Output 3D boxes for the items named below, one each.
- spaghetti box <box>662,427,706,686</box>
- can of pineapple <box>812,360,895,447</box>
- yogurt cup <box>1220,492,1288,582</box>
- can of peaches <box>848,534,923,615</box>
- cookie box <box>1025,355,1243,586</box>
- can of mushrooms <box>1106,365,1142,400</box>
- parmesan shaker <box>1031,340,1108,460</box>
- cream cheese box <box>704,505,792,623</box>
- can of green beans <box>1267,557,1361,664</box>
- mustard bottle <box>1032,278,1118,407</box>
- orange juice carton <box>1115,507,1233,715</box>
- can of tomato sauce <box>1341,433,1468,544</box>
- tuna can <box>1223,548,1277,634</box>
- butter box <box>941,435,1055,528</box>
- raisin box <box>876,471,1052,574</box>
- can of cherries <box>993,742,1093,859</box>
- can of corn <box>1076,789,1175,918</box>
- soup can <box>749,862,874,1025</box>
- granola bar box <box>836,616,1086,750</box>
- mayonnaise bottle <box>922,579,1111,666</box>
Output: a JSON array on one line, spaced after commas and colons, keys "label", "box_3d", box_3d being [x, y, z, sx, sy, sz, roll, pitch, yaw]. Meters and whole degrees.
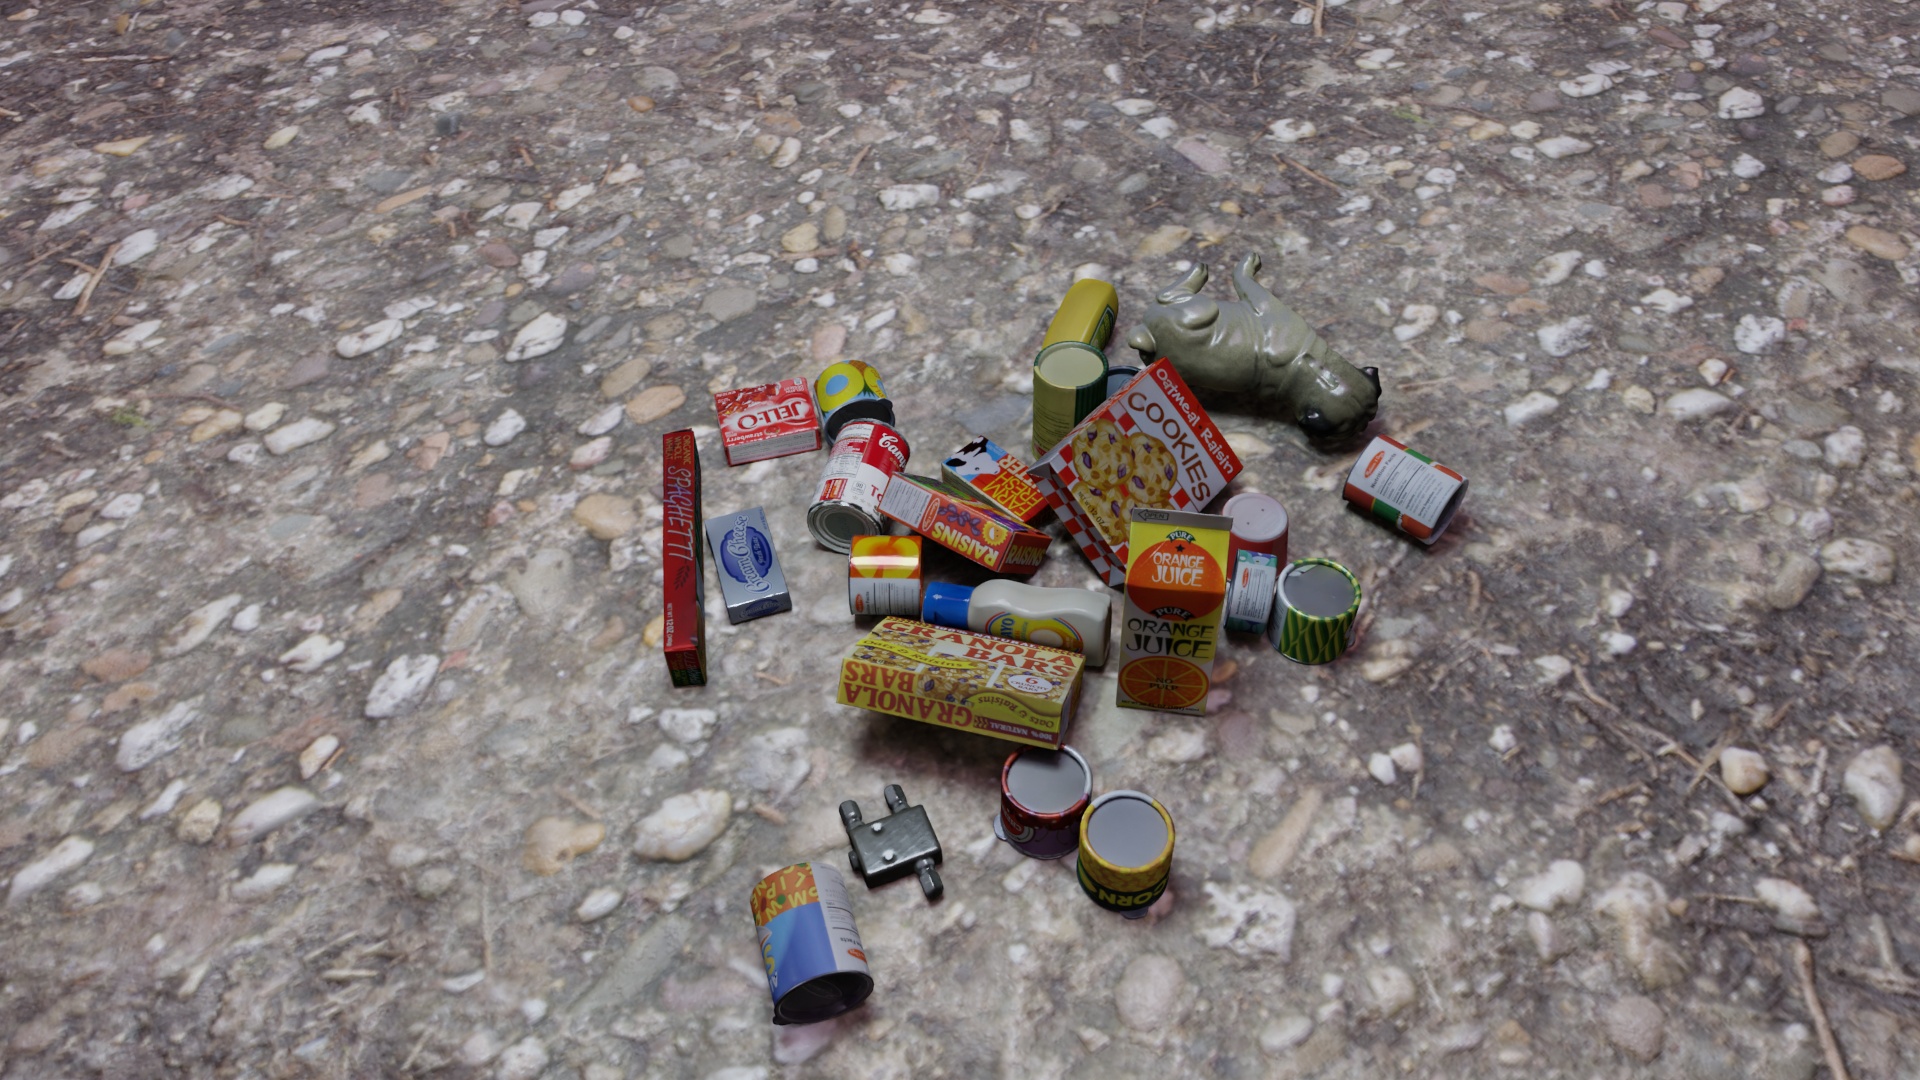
[{"label": "spaghetti box", "box_3d": [-0.233, 0.008, 1.169, 0.029, 0.049, 0.251, -6, 49, -5]}, {"label": "can of pineapple", "box_3d": [-0.096, -0.123, 1.270, 0.071, 0.070, 0.058, -13, 49, -9]}, {"label": "yogurt cup", "box_3d": [0.244, -0.003, 1.166, 0.072, 0.053, 0.073, 0, 50, 1]}, {"label": "can of peaches", "box_3d": [-0.060, 0.026, 1.138, 0.058, 0.071, 0.071, 1, 49, 2]}, {"label": "cookie box", "box_3d": [0.152, -0.061, 1.183, 0.168, 0.040, 0.123, -42, 100, -30]}, {"label": "can of mushrooms", "box_3d": [0.149, -0.129, 1.292, 0.071, 0.033, 0.071, -1, 49, 1]}, {"label": "parmesan shaker", "box_3d": [0.100, -0.118, 1.237, 0.071, 0.102, 0.072, 0, 49, 1]}, {"label": "cream cheese box", "box_3d": [-0.181, 0.020, 1.175, 0.053, 0.024, 0.104, -15, 50, -10]}, {"label": "can of green beans", "box_3d": [0.283, 0.056, 1.110, 0.071, 0.057, 0.071, -1, 49, 1]}, {"label": "mustard bottle", "box_3d": [0.104, -0.179, 1.320, 0.049, 0.065, 0.161, 14, 56, 20]}, {"label": "orange juice carton", "box_3d": [0.158, 0.044, 1.035, 0.072, 0.191, 0.073, 6, 48, 8]}, {"label": "can of tomato sauce", "box_3d": [0.382, -0.044, 1.192, 0.083, 0.070, 0.071, 33, 57, 26]}, {"label": "tuna can", "box_3d": [0.234, 0.042, 1.121, 0.033, 0.070, 0.071, 10, 50, 9]}, {"label": "butter box", "box_3d": [0.037, -0.048, 1.230, 0.053, 0.024, 0.104, -38, 57, -27]}, {"label": "raisin box", "box_3d": [0.004, -0.015, 1.161, 0.123, 0.086, 0.040, 27, 98, 23]}, {"label": "can of cherries", "box_3d": [0.059, 0.187, 1.000, 0.071, 0.058, 0.072, 0, 49, 0]}, {"label": "can of corn", "box_3d": [0.116, 0.219, 0.971, 0.071, 0.058, 0.071, -1, 49, 1]}, {"label": "soup can", "box_3d": [-0.103, 0.269, 0.928, 0.071, 0.071, 0.084, -14, 49, -11]}, {"label": "granola bar box", "box_3d": [0.004, 0.103, 1.046, 0.165, 0.039, 0.124, 11, 13, 10]}, {"label": "mayonnaise bottle", "box_3d": [0.045, 0.061, 1.111, 0.148, 0.064, 0.041, 8, 43, 13]}]
